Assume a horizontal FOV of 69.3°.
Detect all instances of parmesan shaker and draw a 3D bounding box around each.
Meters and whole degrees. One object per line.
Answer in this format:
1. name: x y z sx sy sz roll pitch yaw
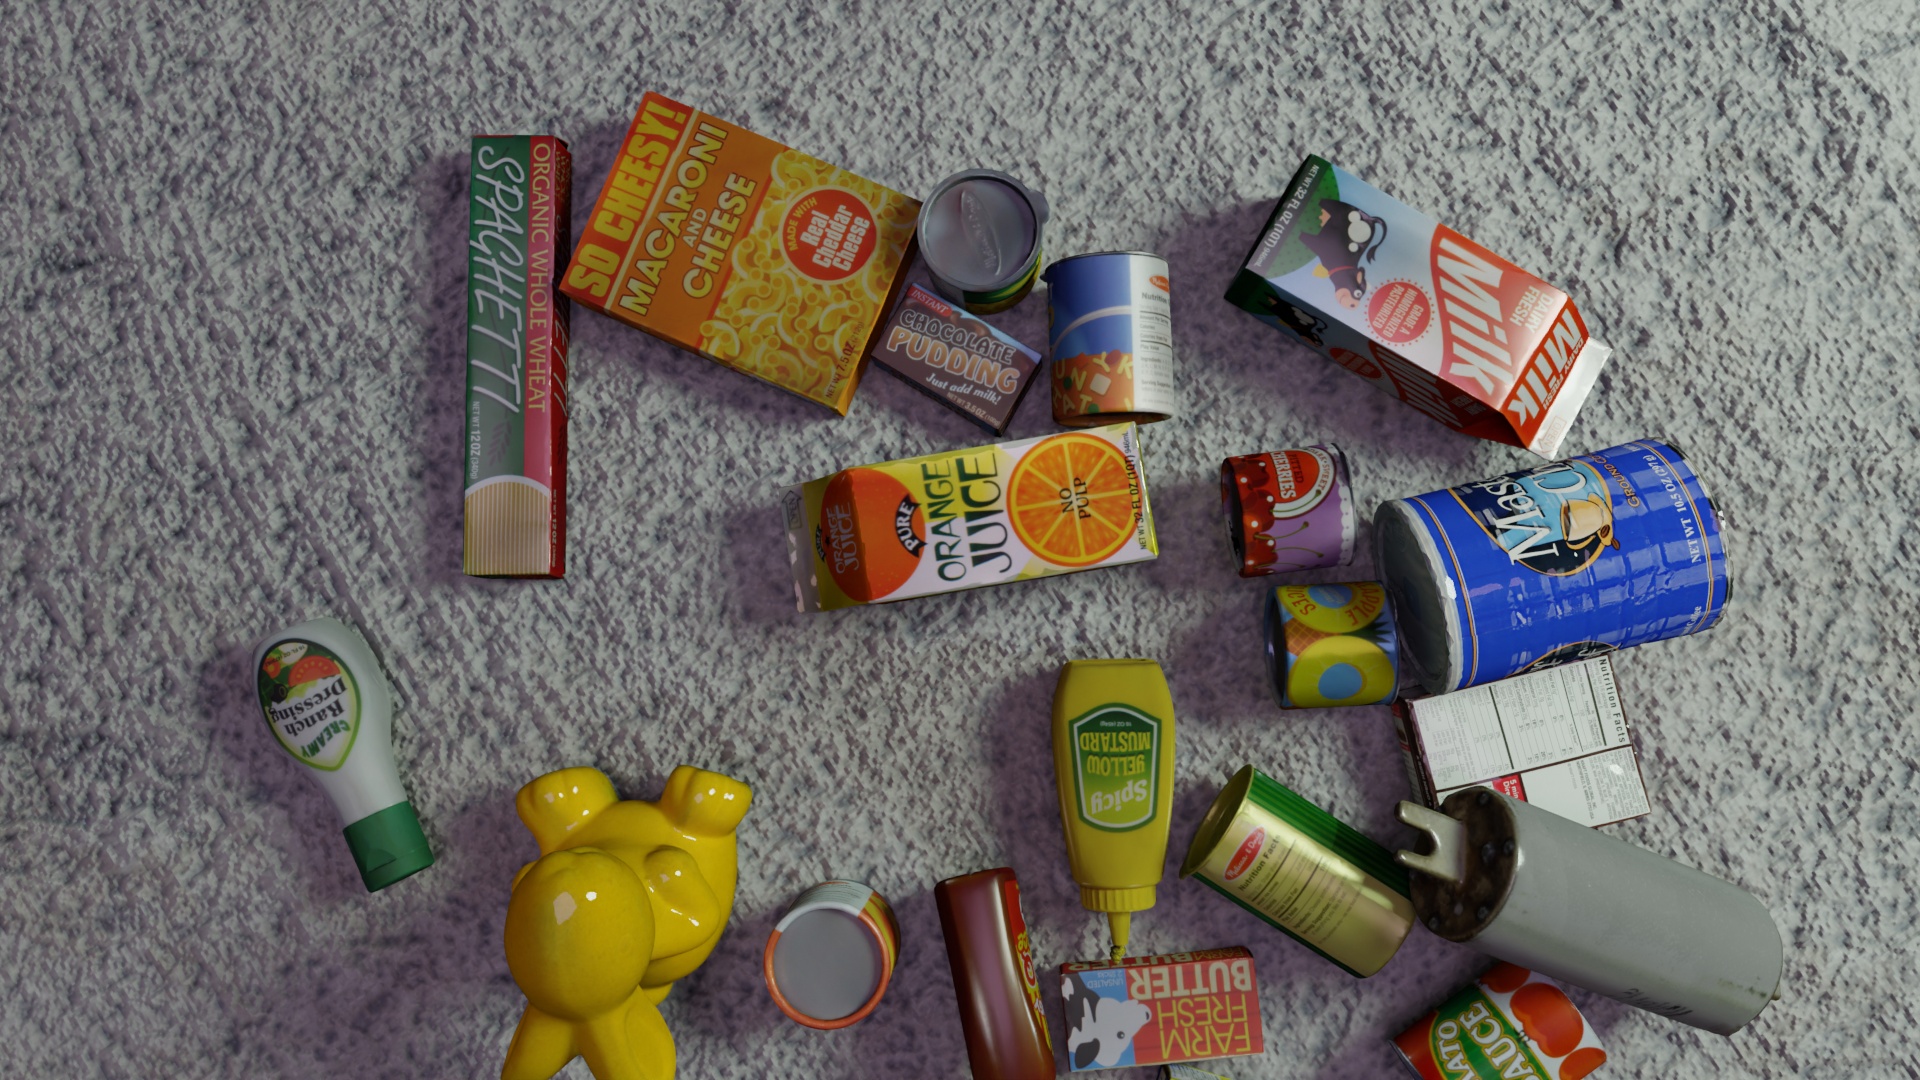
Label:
1. parmesan shaker: 0.176 0.173 0.720 0.103 0.071 0.071 32 88 3

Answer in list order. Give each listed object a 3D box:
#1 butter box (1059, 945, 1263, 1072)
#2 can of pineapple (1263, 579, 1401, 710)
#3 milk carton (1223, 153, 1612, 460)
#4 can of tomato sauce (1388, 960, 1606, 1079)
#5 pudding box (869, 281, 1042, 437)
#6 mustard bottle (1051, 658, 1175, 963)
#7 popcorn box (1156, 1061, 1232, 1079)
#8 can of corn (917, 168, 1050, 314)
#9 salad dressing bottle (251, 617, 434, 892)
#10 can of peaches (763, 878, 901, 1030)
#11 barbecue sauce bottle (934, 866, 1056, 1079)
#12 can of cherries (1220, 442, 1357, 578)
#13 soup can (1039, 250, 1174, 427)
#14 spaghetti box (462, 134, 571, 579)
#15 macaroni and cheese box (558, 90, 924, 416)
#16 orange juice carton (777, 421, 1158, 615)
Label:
1. butter box: 0.106 0.249 0.738 0.103 0.024 0.053 -7 86 2
2. can of pineapple: 0.193 0.053 0.726 0.058 0.071 0.071 -3 86 3
3. milk carton: 0.243 -0.118 0.733 0.191 0.073 0.072 30 88 4
4. can of tomato sauce: 0.273 0.260 0.707 0.083 0.071 0.071 -35 86 -1
5. pudding box: -0.002 -0.099 0.764 0.084 0.030 0.049 31 87 4
6. mustard bottle: 0.083 0.143 0.733 0.065 0.049 0.160 -3 86 4
7. popcorn box: 0.130 0.347 0.722 0.085 0.038 0.126 16 87 3
8. can of corn: 0.014 -0.161 0.753 0.071 0.058 0.071 0 86 2
9. salad dressing bottle: -0.332 0.116 0.755 0.064 0.044 0.147 -26 86 -1
10. can of peaches: -0.066 0.219 0.730 0.071 0.058 0.071 0 86 2
11. barbecue sauce bottle: 0.022 0.245 0.708 0.044 0.064 0.149 -13 73 1
12. can of cherries: 0.172 -0.018 0.731 0.058 0.071 0.071 -7 86 3
13. soup can: 0.078 -0.106 0.744 0.071 0.071 0.084 -2 87 2
14. spaghetti box: -0.247 -0.103 0.774 0.050 0.028 0.250 0 86 2
15. macaroni and cheese box: -0.118 -0.157 0.767 0.166 0.040 0.123 23 87 3
16. orange juice carton: 0.003 -0.009 0.736 0.193 0.073 0.072 -9 86 2
